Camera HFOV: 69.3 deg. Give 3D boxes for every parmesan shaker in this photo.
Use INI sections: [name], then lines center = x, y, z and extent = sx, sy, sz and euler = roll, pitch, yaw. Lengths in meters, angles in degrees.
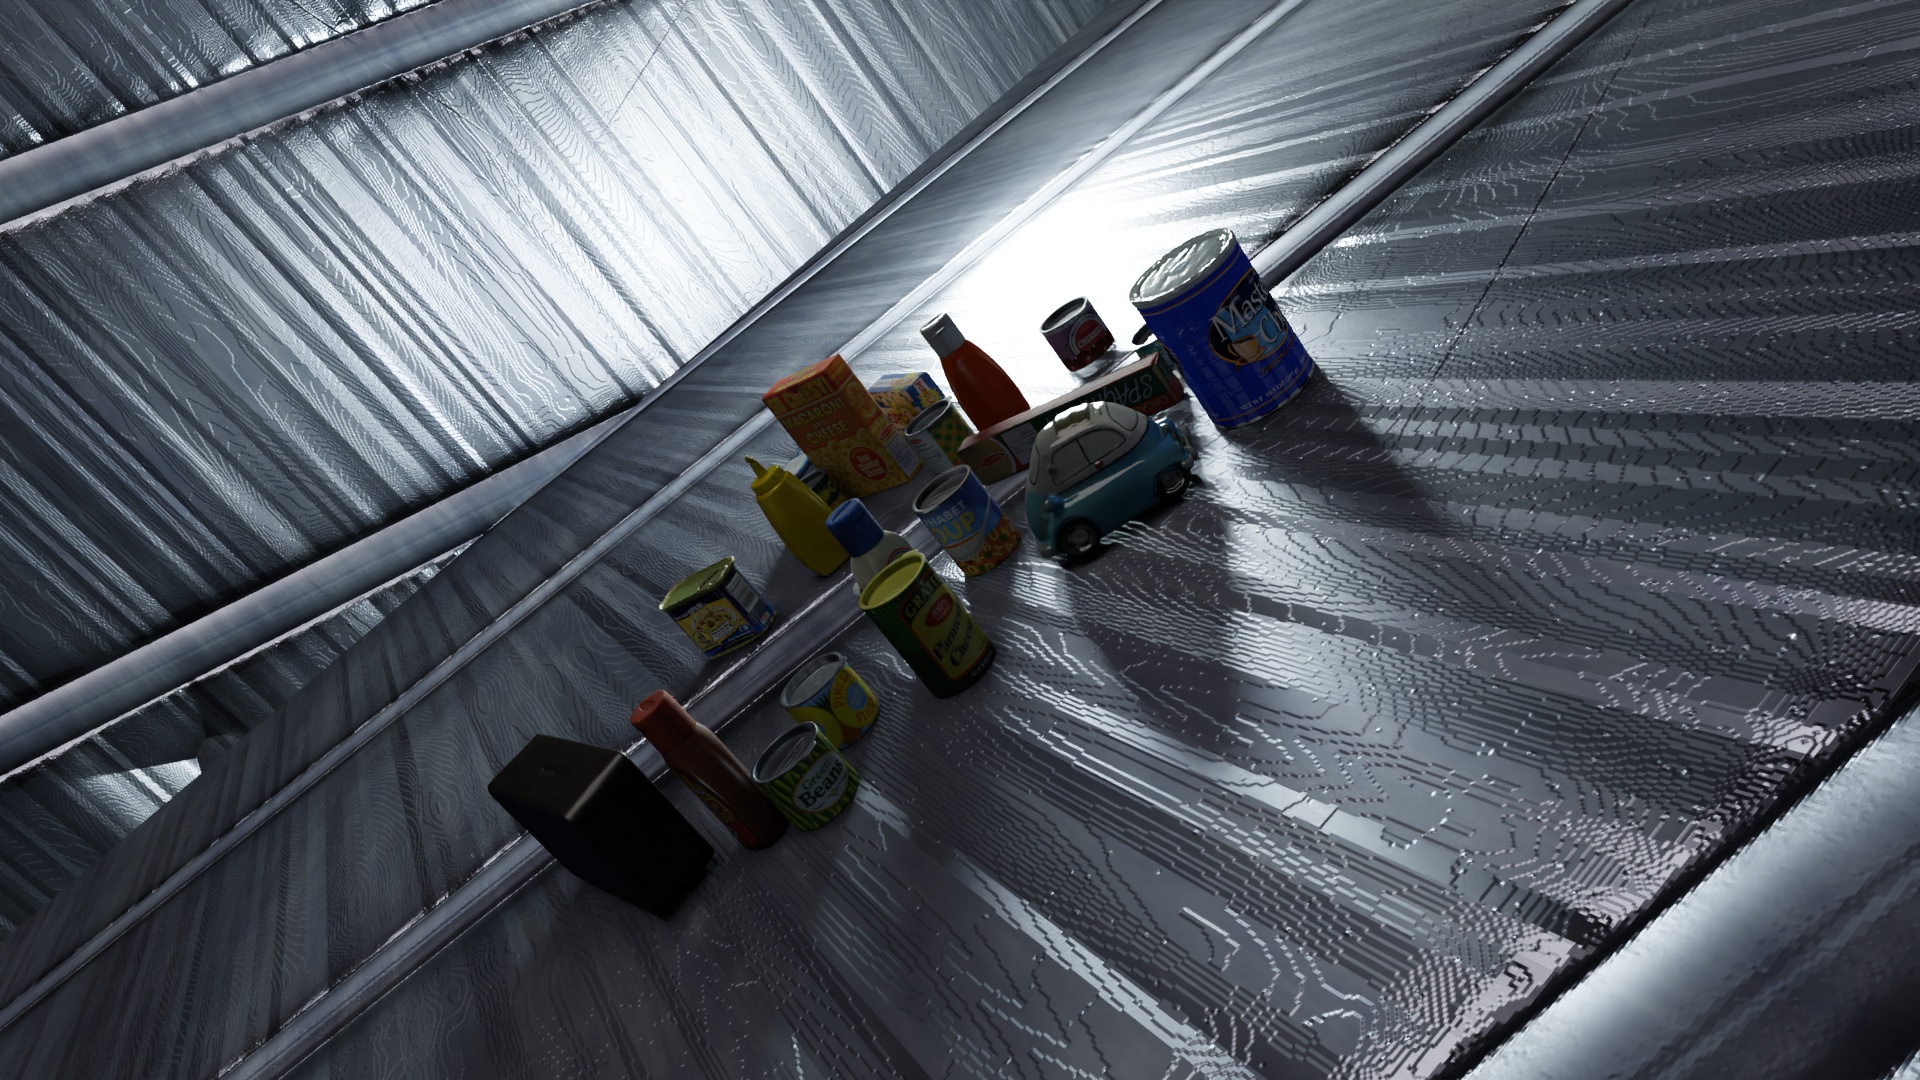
[parmesan shaker]
center = -0.025, 0.068, 1.131
extent = 0.071, 0.103, 0.071
euler = -33, 21, 15

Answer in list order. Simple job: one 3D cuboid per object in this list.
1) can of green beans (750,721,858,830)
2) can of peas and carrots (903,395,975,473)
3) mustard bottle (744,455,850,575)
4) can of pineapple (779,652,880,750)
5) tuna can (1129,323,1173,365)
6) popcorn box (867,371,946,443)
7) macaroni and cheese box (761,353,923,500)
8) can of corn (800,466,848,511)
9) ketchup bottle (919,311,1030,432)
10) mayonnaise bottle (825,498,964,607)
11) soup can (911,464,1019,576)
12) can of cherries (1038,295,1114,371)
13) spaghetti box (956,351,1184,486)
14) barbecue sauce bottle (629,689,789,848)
[can of green beans]
center = -0.123, 0.188, 1.104
extent = 0.071, 0.057, 0.071
euler = -32, 21, 14
[can of peas and carrots]
center = -0.020, -0.120, 1.576
extent = 0.071, 0.058, 0.071
euler = -32, 21, 14
[mustard bottle]
center = -0.183, -0.035, 1.522
extent = 0.065, 0.160, 0.049
euler = -44, 21, -14
[can of pineapple]
center = -0.110, 0.138, 1.186
extent = 0.071, 0.057, 0.071
euler = -32, 21, 14
[tuna can]
center = 0.207, -0.204, 1.420
extent = 0.071, 0.032, 0.071
euler = -32, 21, 14
[popcorn box]
center = -0.055, -0.160, 1.679
extent = 0.038, 0.085, 0.126
euler = -45, 22, -17
[macaroni and cheese box]
center = -0.140, -0.129, 1.637
extent = 0.123, 0.166, 0.040
euler = -17, 29, 44
[can of corn]
center = -0.169, -0.044, 1.661
extent = 0.071, 0.058, 0.071
euler = -32, 21, 14
[ketchup bottle]
center = 0.013, -0.183, 1.528
extent = 0.065, 0.148, 0.043
euler = -37, 20, 2
[mayonnaise bottle]
center = -0.058, 0.030, 1.201
extent = 0.041, 0.147, 0.065
euler = -14, 31, 47
[soup can]
center = 0.005, -0.016, 1.285
extent = 0.071, 0.083, 0.071
euler = -33, 21, 15
[can of cherries]
center = 0.132, -0.233, 1.565
extent = 0.071, 0.058, 0.072
euler = -32, 21, 14
[spaghetti box]
center = 0.106, -0.118, 1.380
extent = 0.249, 0.050, 0.029
euler = -22, 26, 36
[barbecue sauce bottle]
center = -0.203, 0.183, 1.115
extent = 0.044, 0.148, 0.065
euler = -48, 23, -24
